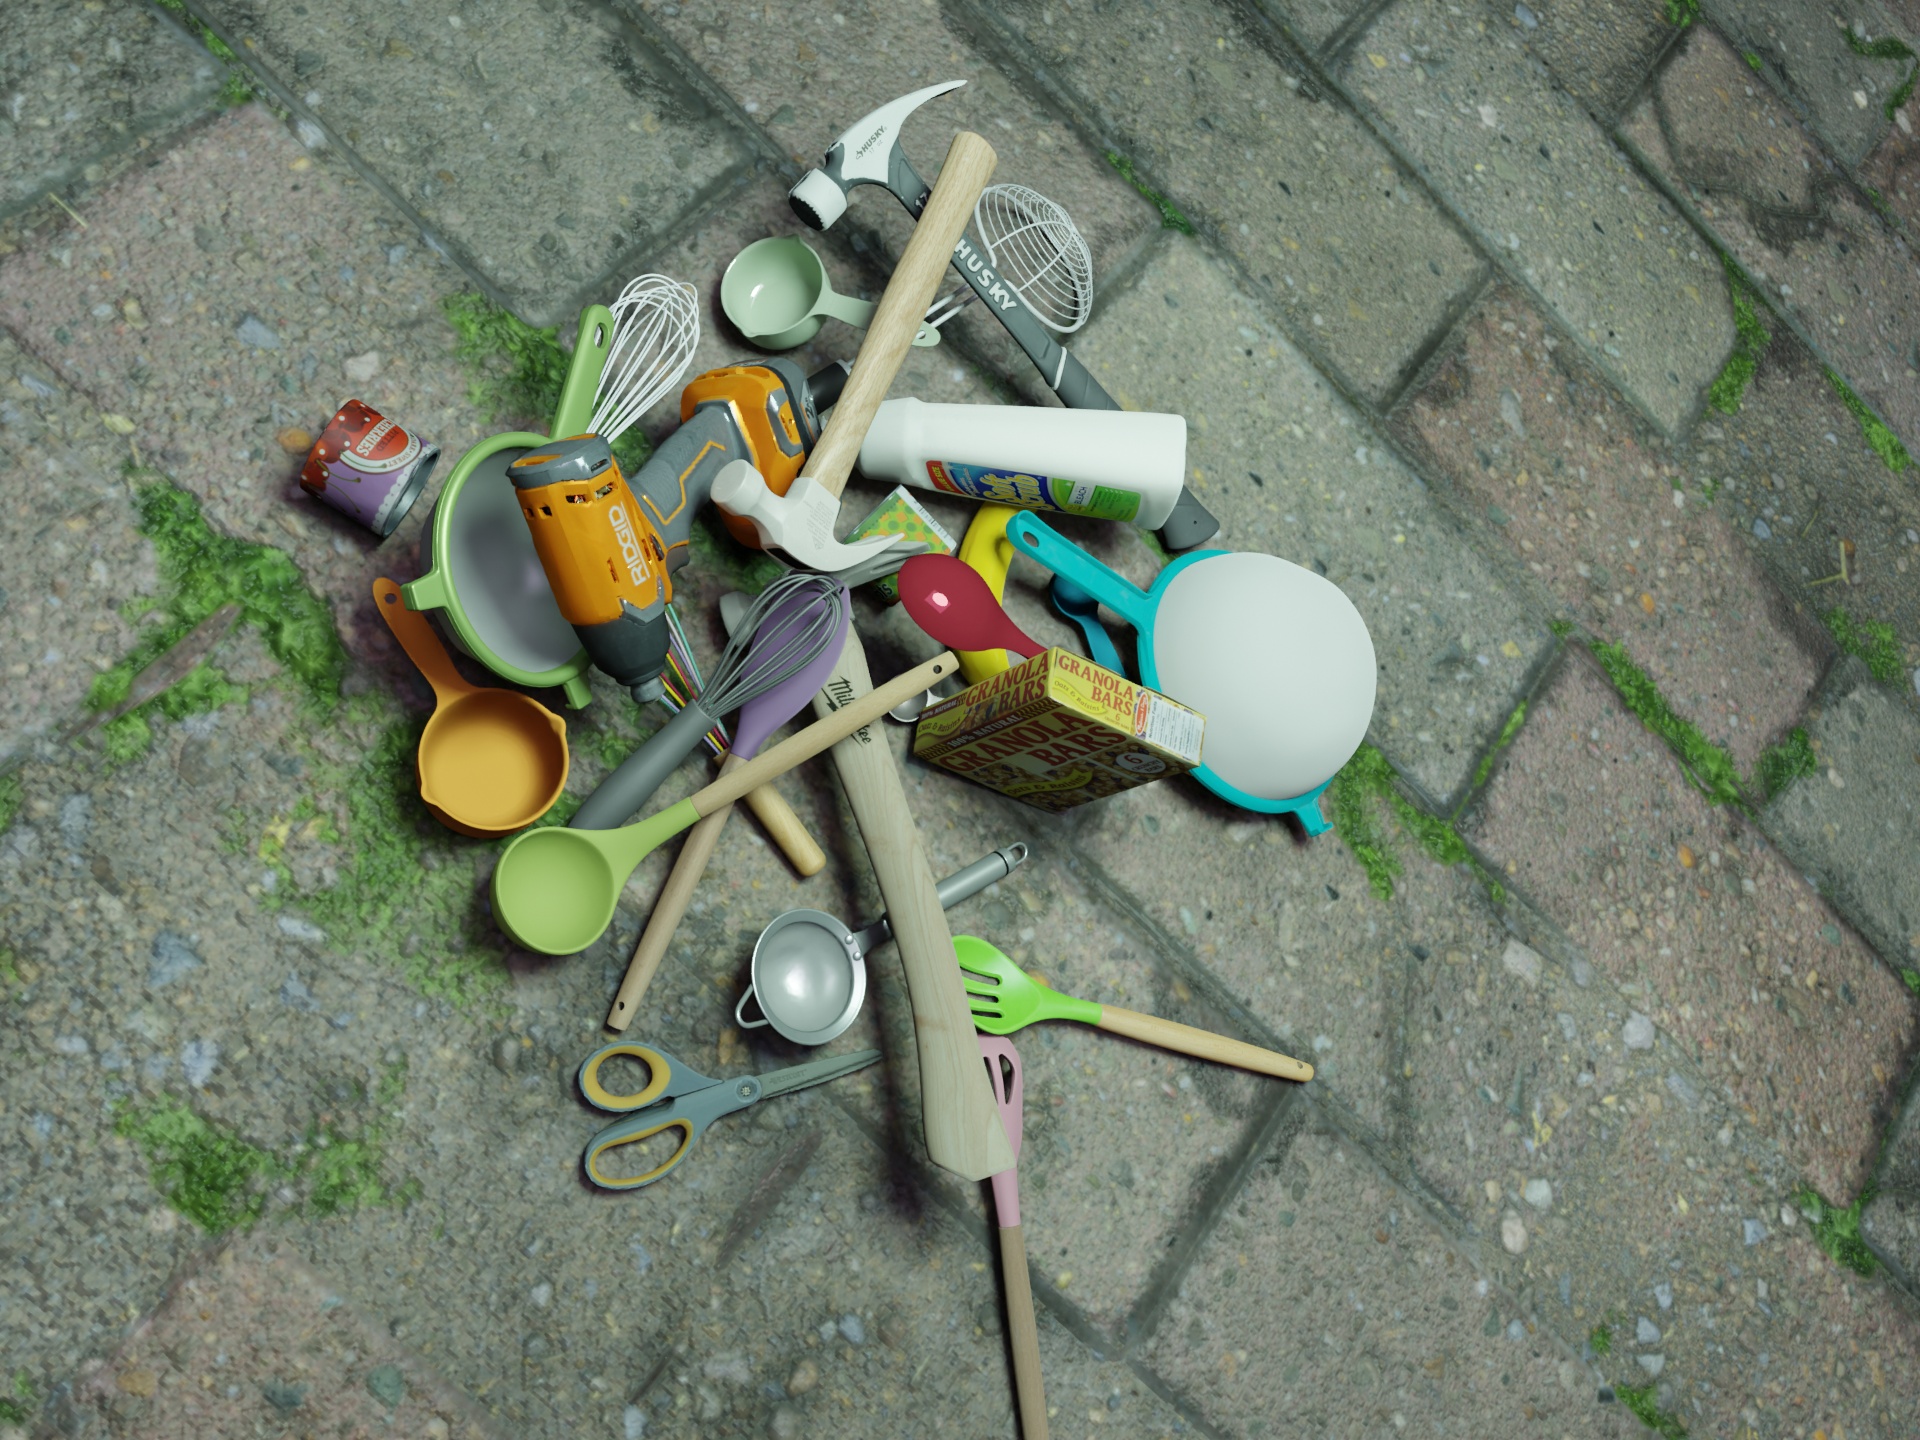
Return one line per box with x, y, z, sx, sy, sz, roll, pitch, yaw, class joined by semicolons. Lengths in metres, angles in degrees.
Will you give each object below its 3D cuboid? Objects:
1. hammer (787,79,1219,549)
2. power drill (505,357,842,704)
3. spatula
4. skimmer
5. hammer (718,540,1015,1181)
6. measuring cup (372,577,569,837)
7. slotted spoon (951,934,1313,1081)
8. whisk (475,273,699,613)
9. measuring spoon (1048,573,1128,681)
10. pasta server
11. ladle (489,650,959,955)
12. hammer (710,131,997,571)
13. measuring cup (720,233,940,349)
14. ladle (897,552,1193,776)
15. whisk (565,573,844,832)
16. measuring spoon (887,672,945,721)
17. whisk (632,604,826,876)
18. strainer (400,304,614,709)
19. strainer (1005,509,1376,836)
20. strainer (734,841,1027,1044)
0.061;-0.275;1.159;0.408;0.036;0.149;45;77;-25;hammer
-0.170;-0.123;0.995;0.226;0.084;0.164;-44;126;-47;power drill
-0.149;0.048;1.008;0.060;0.018;0.316;21;79;17;spatula
-0.044;-0.279;1.178;0.363;0.090;0.127;-37;99;-17;skimmer
-0.032;0.083;1.013;0.146;0.038;0.411;-19;74;3;hammer
-0.310;-0.007;0.972;0.095;0.052;0.173;-32;88;-28;measuring cup
0.117;0.214;1.110;0.313;0.031;0.070;19;45;-21;slotted spoon
-0.250;-0.180;1.046;0.070;0.070;0.285;31;70;-13;whisk
0.099;-0.056;1.189;0.042;0.021;0.128;-27;97;-27;measuring spoon
0.032;0.356;1.036;0.060;0.040;0.316;-4;81;-25;pasta server
-0.139;0.041;0.972;0.320;0.062;0.078;-30;97;-7;ladle
-0.046;-0.244;1.034;0.129;0.031;0.331;39;66;-41;hammer
-0.087;-0.284;1.116;0.167;0.038;0.083;21;81;14;measuring cup
0.074;-0.028;1.098;0.315;0.031;0.069;33;49;-39;ladle
-0.161;-0.004;0.993;0.239;0.055;0.055;-45;97;1;whisk
-0.002;-0.004;1.130;0.124;0.018;0.034;18;82;-26;measuring spoon
-0.165;0.000;1.042;0.051;0.047;0.245;-38;97;-16;whisk
-0.268;-0.142;0.972;0.151;0.069;0.256;40;53;-52;strainer
0.189;-0.072;1.151;0.340;0.095;0.211;30;58;-25;strainer
-0.050;0.139;1.052;0.258;0.050;0.087;-26;94;-33;strainer
